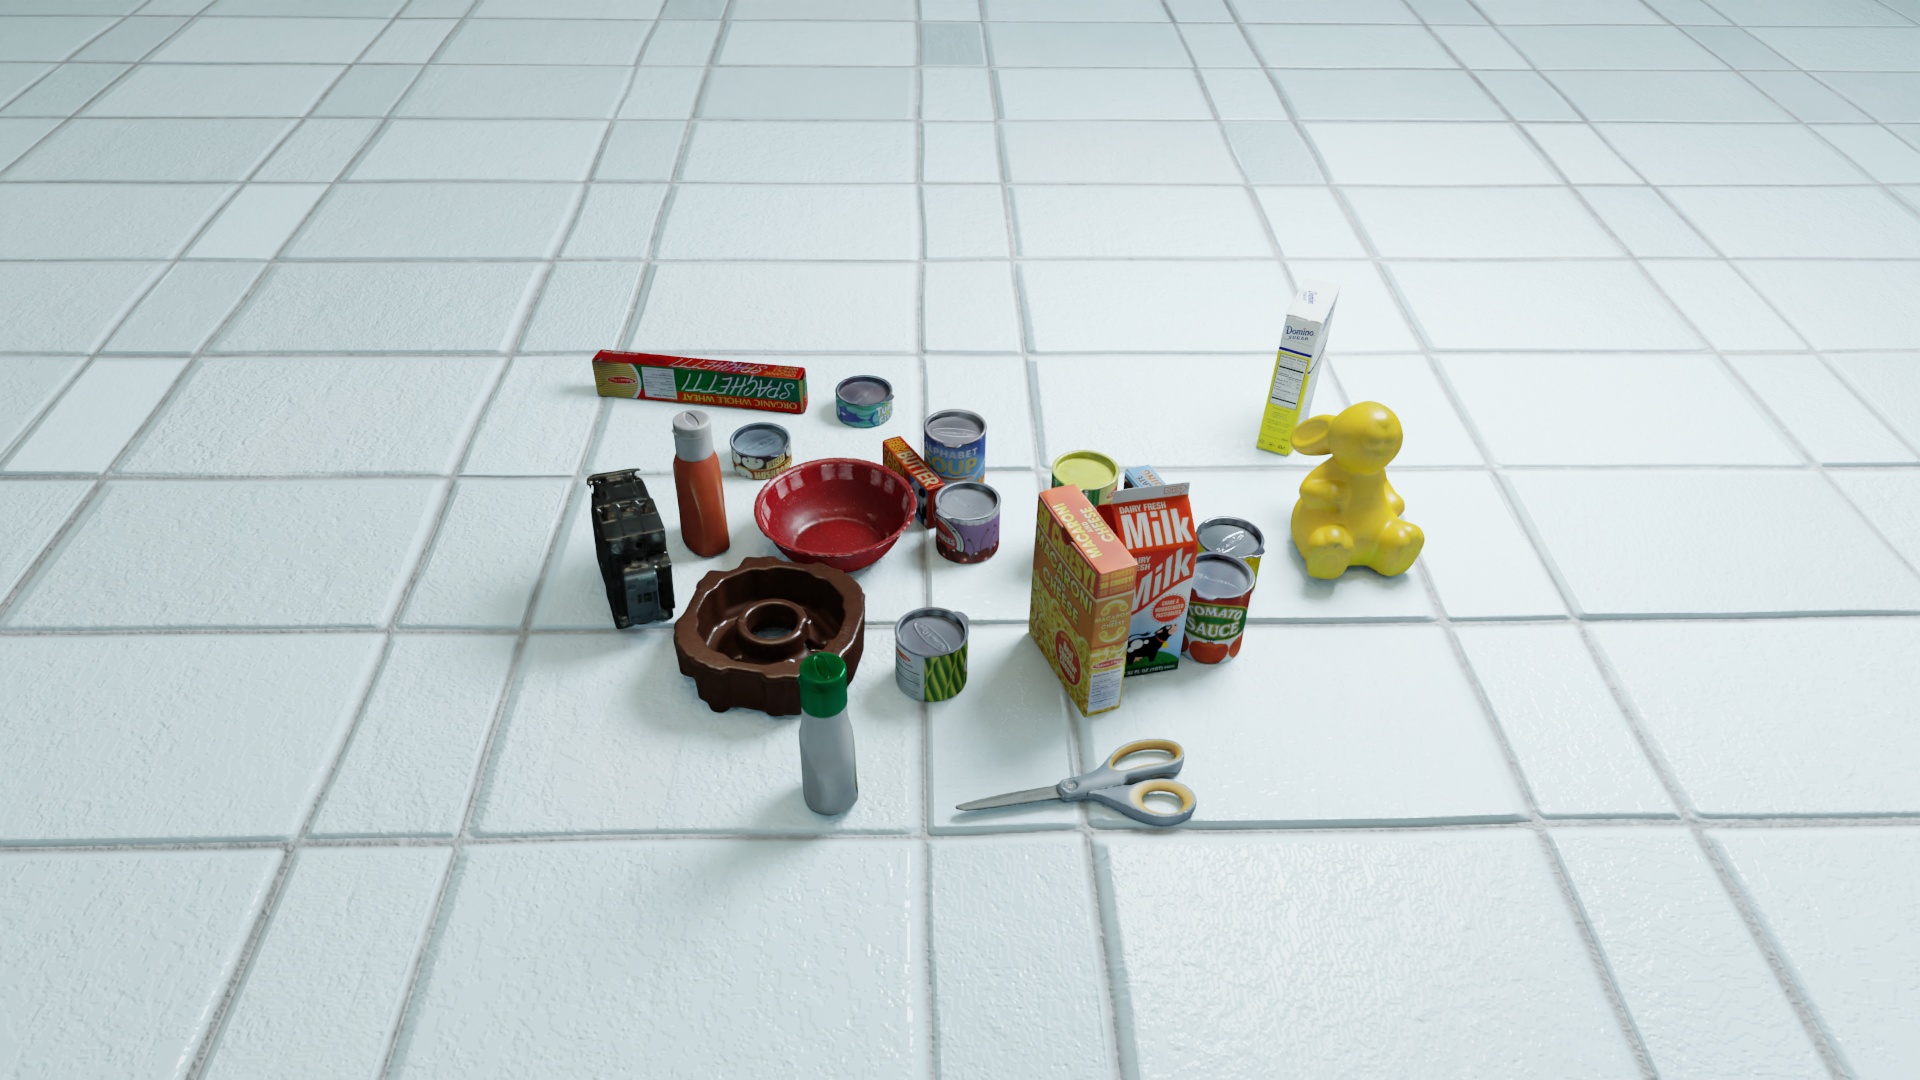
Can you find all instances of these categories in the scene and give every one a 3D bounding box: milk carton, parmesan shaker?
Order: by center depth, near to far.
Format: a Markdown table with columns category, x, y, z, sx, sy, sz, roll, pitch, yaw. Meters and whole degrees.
| category | x | y | z | sx | sy | sz | roll | pitch | yaw |
| --- | --- | --- | --- | --- | --- | --- | --- | --- | --- |
| milk carton | 0.161 | 0.028 | 1.239 | 0.072 | 0.189 | 0.074 | -8 | 39 | -11 |
| parmesan shaker | 0.120 | -0.028 | 1.379 | 0.071 | 0.102 | 0.072 | 1 | 38 | 0 |

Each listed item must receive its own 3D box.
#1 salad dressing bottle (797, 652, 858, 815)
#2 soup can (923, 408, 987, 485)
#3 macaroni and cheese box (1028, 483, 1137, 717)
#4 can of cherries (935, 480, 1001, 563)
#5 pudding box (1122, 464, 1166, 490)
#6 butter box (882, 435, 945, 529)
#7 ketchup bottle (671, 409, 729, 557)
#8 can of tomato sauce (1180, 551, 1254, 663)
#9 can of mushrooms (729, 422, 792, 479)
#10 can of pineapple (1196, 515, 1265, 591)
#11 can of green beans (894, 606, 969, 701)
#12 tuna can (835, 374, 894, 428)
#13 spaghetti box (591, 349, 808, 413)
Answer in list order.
| category | x | y | z | sx | sy | sz | roll | pitch | yaw |
| --- | --- | --- | --- | --- | --- | --- | --- | --- | --- |
| salad dressing bottle | -0.107 | 0.155 | 1.106 | 0.044 | 0.146 | 0.064 | -12 | 40 | -16 |
| soup can | -0.007 | -0.085 | 1.463 | 0.071 | 0.083 | 0.072 | 1 | 38 | 0 |
| macaroni and cheese box | 0.104 | 0.053 | 1.225 | 0.040 | 0.165 | 0.124 | -13 | 40 | -18 |
| can of cherries | 0.005 | -0.018 | 1.398 | 0.071 | 0.058 | 0.072 | 1 | 38 | 0 |
| pudding box | 0.199 | -0.035 | 1.433 | 0.030 | 0.049 | 0.084 | -14 | 41 | -18 |
| butter box | -0.050 | -0.062 | 1.457 | 0.024 | 0.052 | 0.104 | -18 | 42 | -23 |
| ketchup bottle | -0.259 | -0.057 | 1.370 | 0.044 | 0.148 | 0.065 | -21 | 43 | -25 |
| can of tomato sauce | 0.232 | 0.064 | 1.282 | 0.071 | 0.082 | 0.071 | 1 | 38 | 0 |
| can of mushrooms | -0.216 | -0.097 | 1.513 | 0.071 | 0.033 | 0.071 | 1 | 38 | 0 |
| can of pineapple | 0.261 | 0.019 | 1.359 | 0.071 | 0.057 | 0.071 | 1 | 38 | 0 |
| can of green beans | -0.026 | 0.102 | 1.246 | 0.071 | 0.057 | 0.071 | 1 | 38 | 0 |
| tuna can | -0.108 | -0.159 | 1.595 | 0.071 | 0.032 | 0.071 | 1 | 38 | 0 |
| spaghetti box | -0.299 | -0.184 | 1.607 | 0.250 | 0.049 | 0.029 | 6 | 38 | 6 |
